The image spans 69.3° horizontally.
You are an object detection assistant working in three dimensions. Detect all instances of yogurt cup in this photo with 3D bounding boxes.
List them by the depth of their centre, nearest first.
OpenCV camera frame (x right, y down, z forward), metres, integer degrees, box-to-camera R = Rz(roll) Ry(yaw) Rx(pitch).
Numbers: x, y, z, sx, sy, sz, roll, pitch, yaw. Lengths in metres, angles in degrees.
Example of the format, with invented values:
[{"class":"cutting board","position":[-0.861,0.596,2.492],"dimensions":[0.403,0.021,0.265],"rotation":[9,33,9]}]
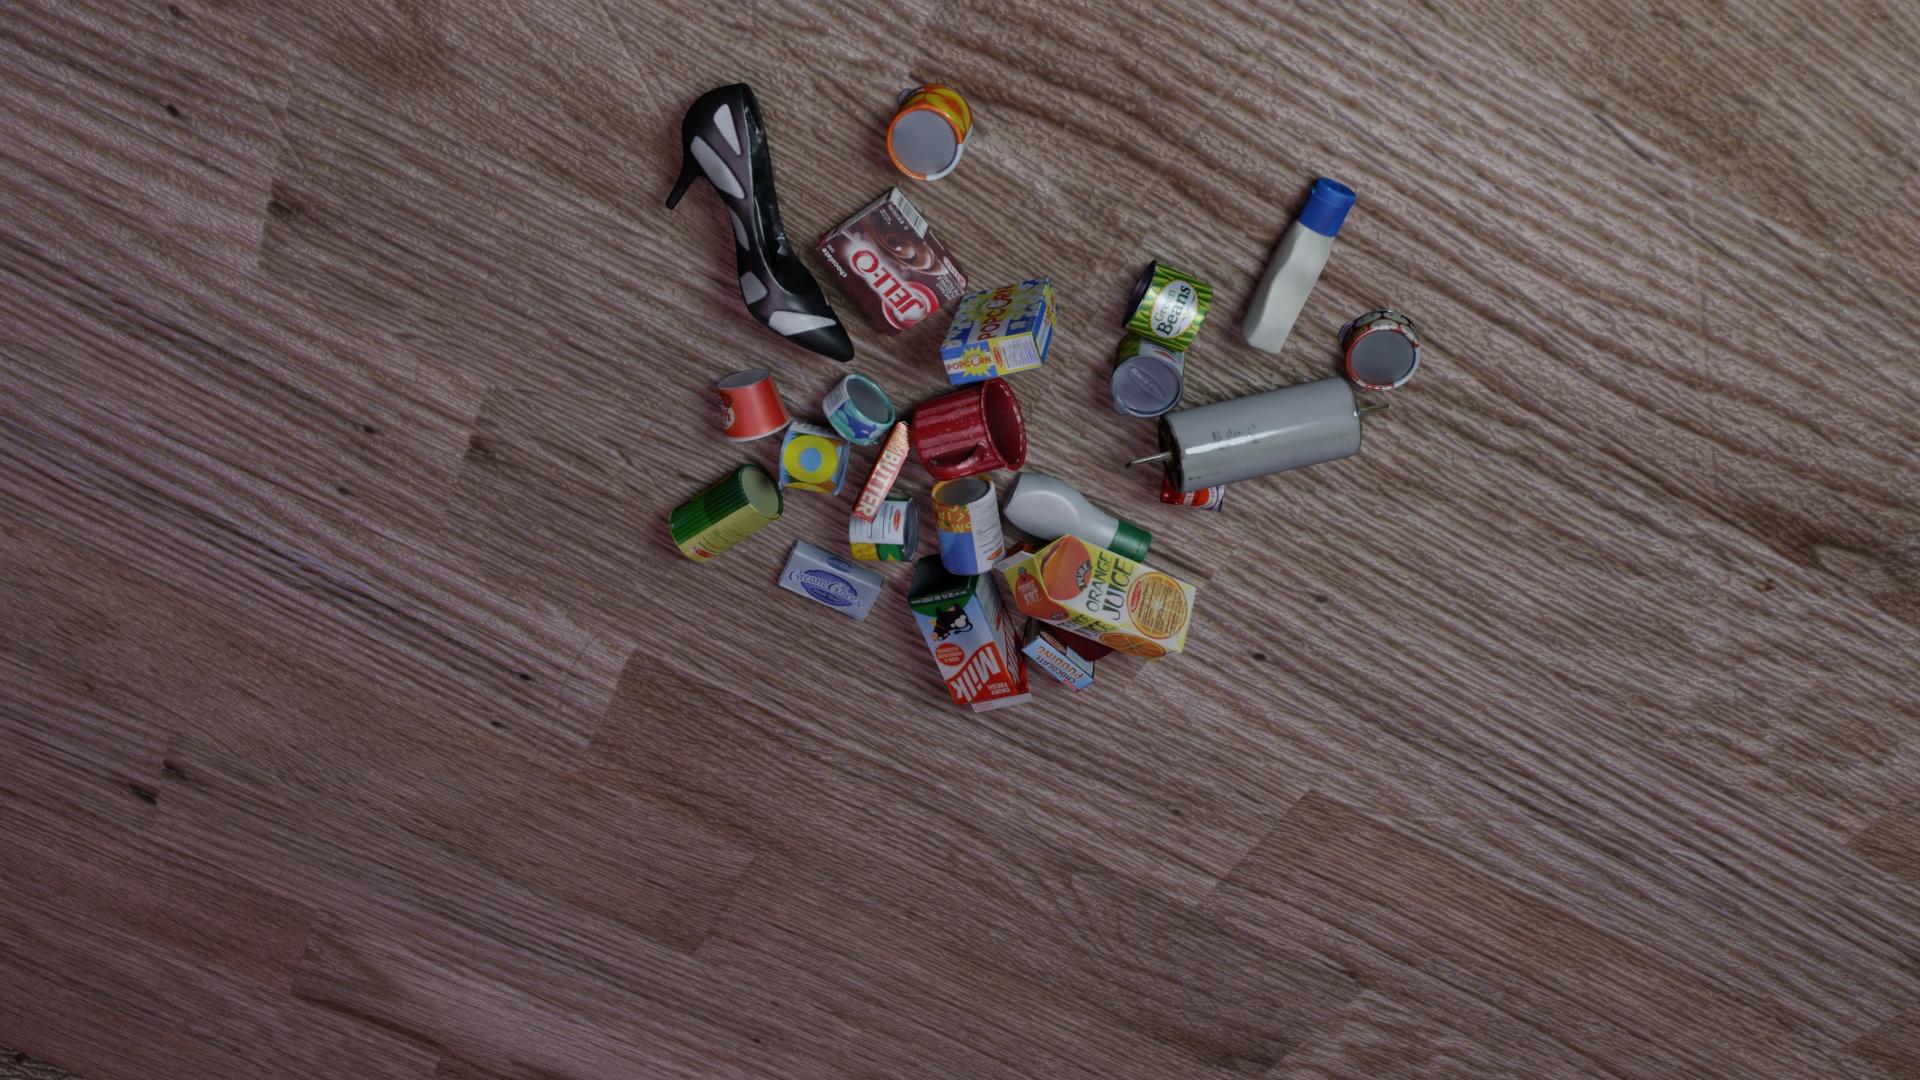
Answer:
[{"class":"yogurt cup","position":[-0.206,-0.134,1.362],"dimensions":[0.072,0.073,0.053],"rotation":[-6,115,15]}]

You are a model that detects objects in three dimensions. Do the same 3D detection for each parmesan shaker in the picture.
[{"class":"parmesan shaker","position":[-0.241,-0.028,1.442],"dimensions":[0.103,0.072,0.071],"rotation":[-29,115,26]}]

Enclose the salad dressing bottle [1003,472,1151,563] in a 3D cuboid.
[{"class":"salad dressing bottle","position":[0.118,-0.019,1.391],"dimensions":[0.148,0.044,0.064],"rotation":[23,130,-7]}]

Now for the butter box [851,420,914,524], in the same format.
[{"class":"butter box","position":[-0.075,-0.068,1.360],"dimensions":[0.024,0.053,0.103],"rotation":[26,92,-8]}]

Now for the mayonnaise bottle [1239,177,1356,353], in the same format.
[{"class":"mayonnaise bottle","position":[0.290,-0.237,1.195],"dimensions":[0.041,0.065,0.147],"rotation":[20,122,-7]}]

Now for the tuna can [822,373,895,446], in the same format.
[{"class":"tuna can","position":[-0.096,-0.125,1.344],"dimensions":[0.071,0.071,0.032],"rotation":[40,122,-16]}]

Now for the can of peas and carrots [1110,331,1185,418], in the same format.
[{"class":"can of peas and carrots","position":[0.171,-0.153,1.277],"dimensions":[0.071,0.059,0.070],"rotation":[6,126,8]}]

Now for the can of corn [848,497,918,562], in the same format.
[{"class":"can of corn","position":[-0.078,-0.011,1.421],"dimensions":[0.058,0.071,0.070],"rotation":[2,125,10]}]

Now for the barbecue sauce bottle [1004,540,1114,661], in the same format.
[{"class":"barbecue sauce bottle","position":[0.107,0.061,1.448],"dimensions":[0.148,0.044,0.064],"rotation":[42,120,-17]}]

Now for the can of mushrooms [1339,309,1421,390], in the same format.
[{"class":"can of mushrooms","position":[0.374,-0.170,1.242],"dimensions":[0.071,0.034,0.070],"rotation":[5,126,7]}]

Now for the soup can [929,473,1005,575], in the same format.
[{"class":"soup can","position":[0.005,-0.018,1.400],"dimensions":[0.071,0.072,0.083],"rotation":[-2,123,12]}]

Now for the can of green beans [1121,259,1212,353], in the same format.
[{"class":"can of green beans","position":[0.183,-0.207,1.232],"dimensions":[0.058,0.071,0.071],"rotation":[24,126,-6]}]

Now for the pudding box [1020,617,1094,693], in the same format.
[{"class":"pudding box","position":[0.105,0.118,1.484],"dimensions":[0.083,0.050,0.030],"rotation":[39,121,-17]}]

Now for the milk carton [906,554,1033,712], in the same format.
[{"class":"milk carton","position":[0.015,0.107,1.479],"dimensions":[0.072,0.074,0.189],"rotation":[-13,121,19]}]

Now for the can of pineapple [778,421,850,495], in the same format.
[{"class":"can of pineapple","position":[-0.145,-0.080,1.384],"dimensions":[0.058,0.071,0.070],"rotation":[11,126,3]}]

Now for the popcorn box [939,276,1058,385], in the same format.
[{"class":"popcorn box","position":[0.036,-0.187,1.238],"dimensions":[0.085,0.127,0.038],"rotation":[-10,119,17]}]

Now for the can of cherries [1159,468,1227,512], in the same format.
[{"class":"can of cherries","position":[0.223,-0.062,1.322],"dimensions":[0.058,0.072,0.071],"rotation":[9,126,5]}]

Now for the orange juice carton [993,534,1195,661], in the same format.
[{"class":"orange juice carton","position":[0.131,0.052,1.387],"dimensions":[0.193,0.073,0.071],"rotation":[22,160,-15]}]

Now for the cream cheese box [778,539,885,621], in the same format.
[{"class":"cream cheese box","position":[-0.139,0.044,1.495],"dimensions":[0.104,0.024,0.053],"rotation":[24,125,-6]}]

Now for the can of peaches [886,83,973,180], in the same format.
[{"class":"can of peaches","position":[-0.028,-0.348,1.180],"dimensions":[0.071,0.058,0.071],"rotation":[5,126,7]}]
